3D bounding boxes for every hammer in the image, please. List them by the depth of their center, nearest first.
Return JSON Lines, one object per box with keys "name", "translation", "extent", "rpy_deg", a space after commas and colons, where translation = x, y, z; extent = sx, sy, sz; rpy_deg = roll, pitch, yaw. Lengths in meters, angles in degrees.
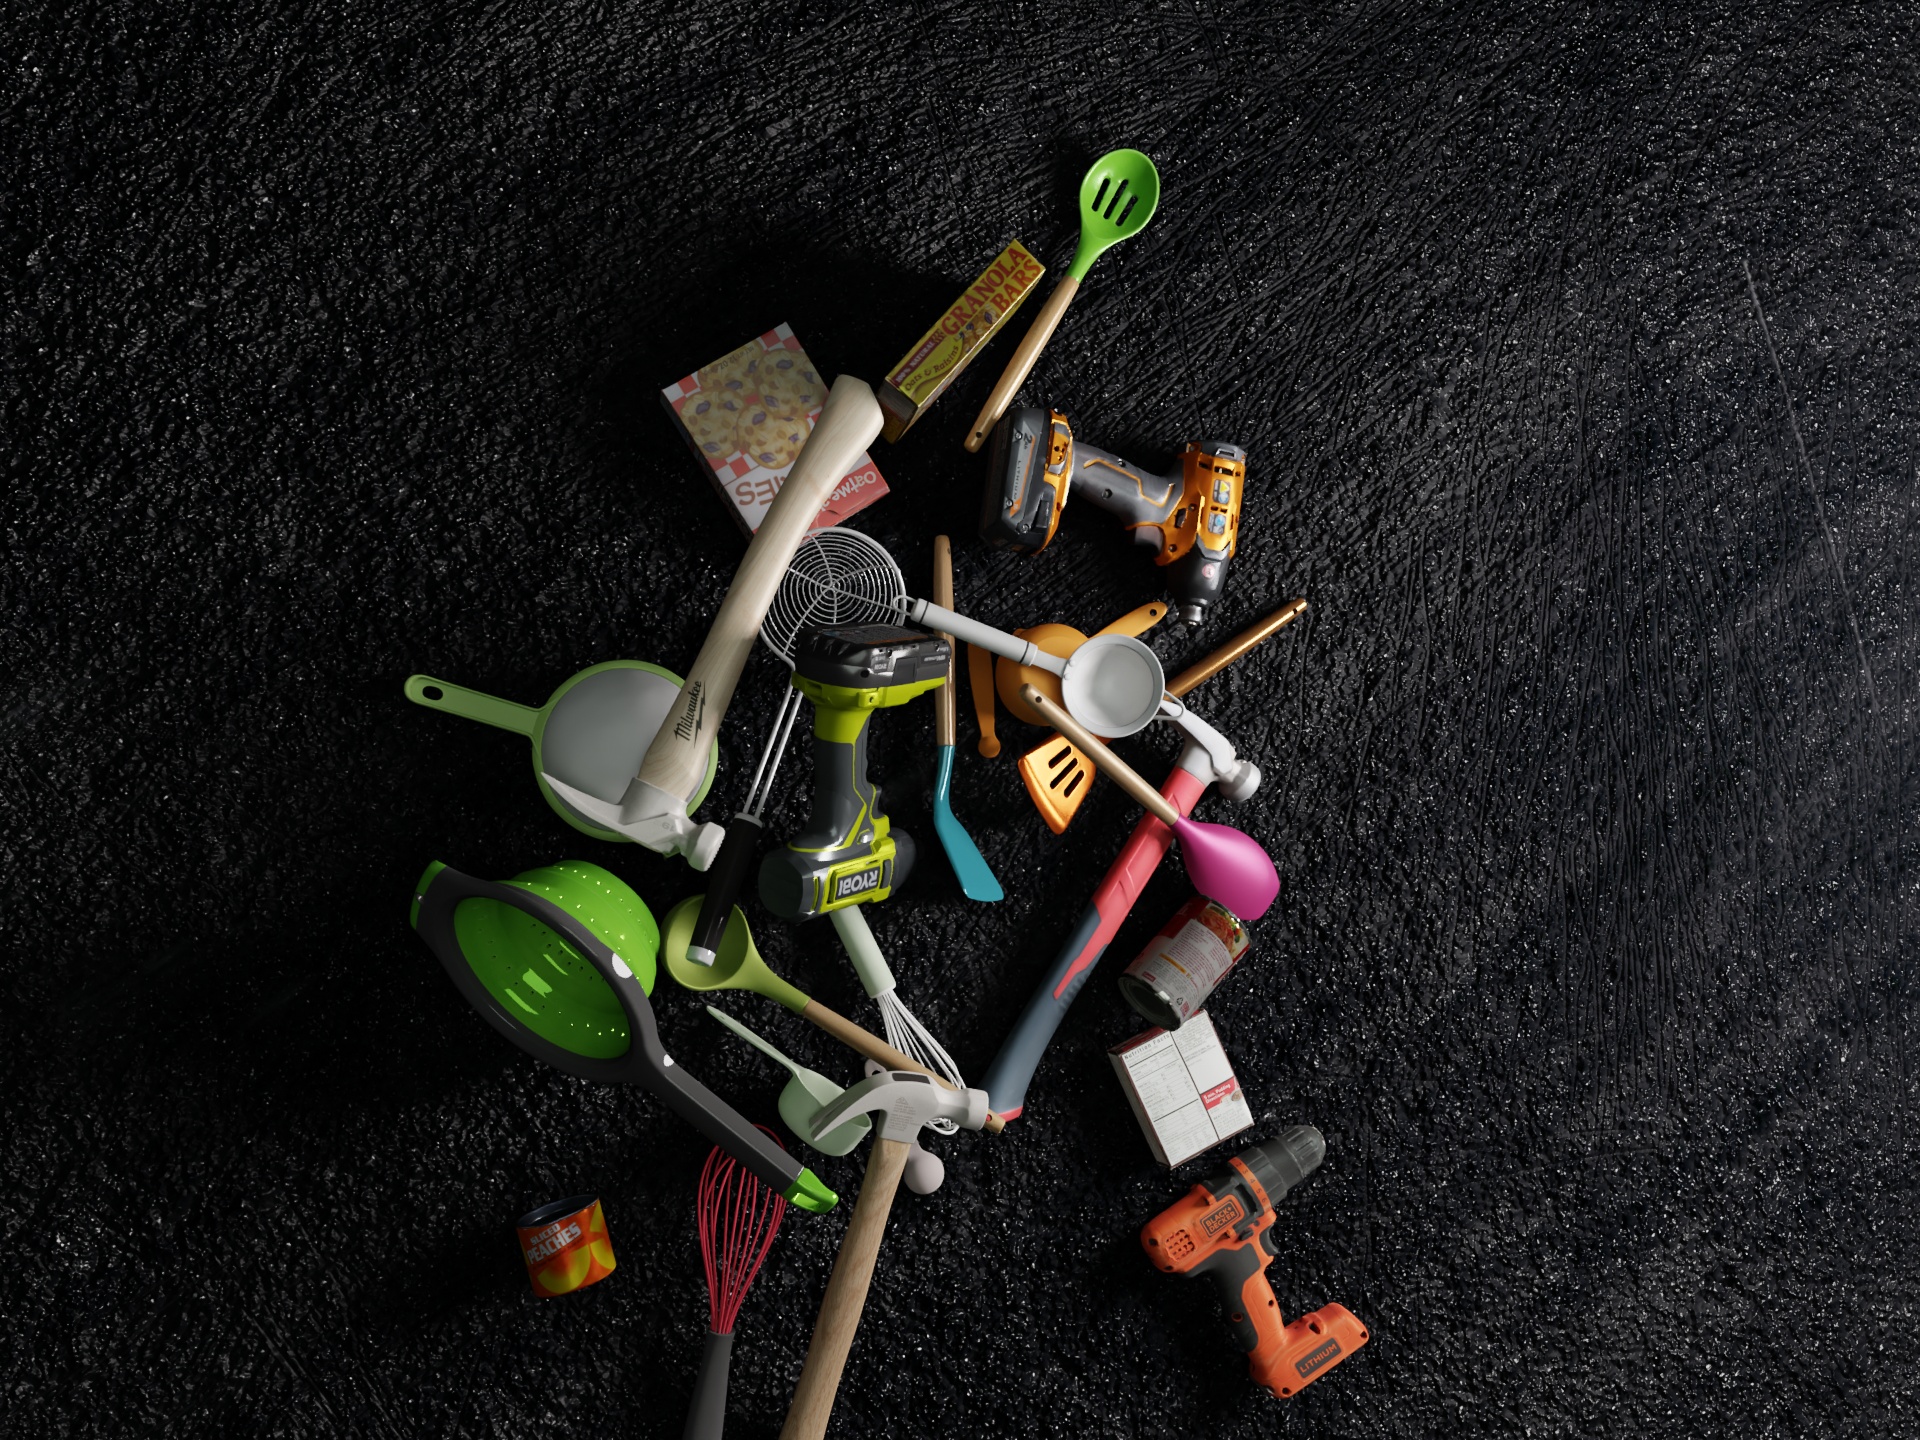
{"name": "hammer", "translation": [-0.178, -0.095, 1.260], "extent": [0.146, 0.038, 0.411], "rpy_deg": [25, 79, -1]}
{"name": "hammer", "translation": [-0.087, 0.433, 1.264], "extent": [0.130, 0.031, 0.331], "rpy_deg": [15, 99, -14]}
{"name": "hammer", "translation": [0.108, 0.165, 1.358], "extent": [0.143, 0.038, 0.386], "rpy_deg": [37, 81, -24]}

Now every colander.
{"name": "colander", "translation": [-0.238, 0.227, 1.231], "extent": [0.397, 0.204, 0.094], "rpy_deg": [38, 48, 0]}

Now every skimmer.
{"name": "skimmer", "translation": [-0.146, 0.019, 1.277], "extent": [0.127, 0.090, 0.363], "rpy_deg": [22, 69, -11]}

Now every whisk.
{"name": "whisk", "translation": [-0.189, 0.469, 1.275], "extent": [0.073, 0.073, 0.296], "rpy_deg": [10, 90, -11]}
{"name": "whisk", "translation": [-0.061, 0.232, 1.328], "extent": [0.058, 0.059, 0.246], "rpy_deg": [-28, 87, 29]}

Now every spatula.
{"name": "spatula", "translation": [-0.002, -0.004, 1.357], "extent": [0.044, 0.082, 0.317], "rpy_deg": [-6, 81, 24]}
{"name": "spatula", "translation": [0.185, -0.020, 1.402], "extent": [0.322, 0.041, 0.081], "rpy_deg": [-33, 109, -14]}

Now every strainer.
{"name": "strainer", "translation": [-0.319, 0.007, 1.276], "extent": [0.256, 0.069, 0.151], "rpy_deg": [18, 82, -12]}
{"name": "strainer", "translation": [0.064, -0.054, 1.324], "extent": [0.258, 0.050, 0.087], "rpy_deg": [21, 89, -7]}

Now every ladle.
{"name": "ladle", "translation": [-0.102, 0.243, 1.281], "extent": [0.320, 0.062, 0.078], "rpy_deg": [31, 73, 4]}

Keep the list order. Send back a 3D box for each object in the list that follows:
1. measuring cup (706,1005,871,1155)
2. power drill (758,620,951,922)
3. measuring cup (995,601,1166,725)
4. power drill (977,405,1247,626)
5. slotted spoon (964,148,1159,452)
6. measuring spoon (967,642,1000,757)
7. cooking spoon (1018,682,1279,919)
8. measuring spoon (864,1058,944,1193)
{"name": "measuring cup", "translation": [-0.149, 0.295, 1.298], "extent": [0.167, 0.083, 0.038], "rpy_deg": [35, 90, 9]}
{"name": "power drill", "translation": [-0.077, 0.039, 1.270], "extent": [0.171, 0.080, 0.223], "rpy_deg": [-11, 113, -53]}
{"name": "measuring cup", "translation": [0.114, -0.061, 1.383], "extent": [0.173, 0.052, 0.095], "rpy_deg": [-30, 92, -11]}
{"name": "power drill", "translation": [0.136, -0.177, 1.386], "extent": [0.226, 0.084, 0.164], "rpy_deg": [10, 83, -15]}
{"name": "slotted spoon", "translation": [0.084, -0.372, 1.418], "extent": [0.070, 0.031, 0.314], "rpy_deg": [31, 82, -8]}
{"name": "measuring spoon", "translation": [0.021, -0.026, 1.381], "extent": [0.021, 0.011, 0.117], "rpy_deg": [-5, 86, -13]}
{"name": "cooking spoon", "translation": [0.162, 0.069, 1.340], "extent": [0.318, 0.017, 0.069], "rpy_deg": [40, 80, -23]}
{"name": "measuring spoon", "translation": [-0.049, 0.340, 1.332], "extent": [0.034, 0.018, 0.124], "rpy_deg": [-26, 90, -13]}
